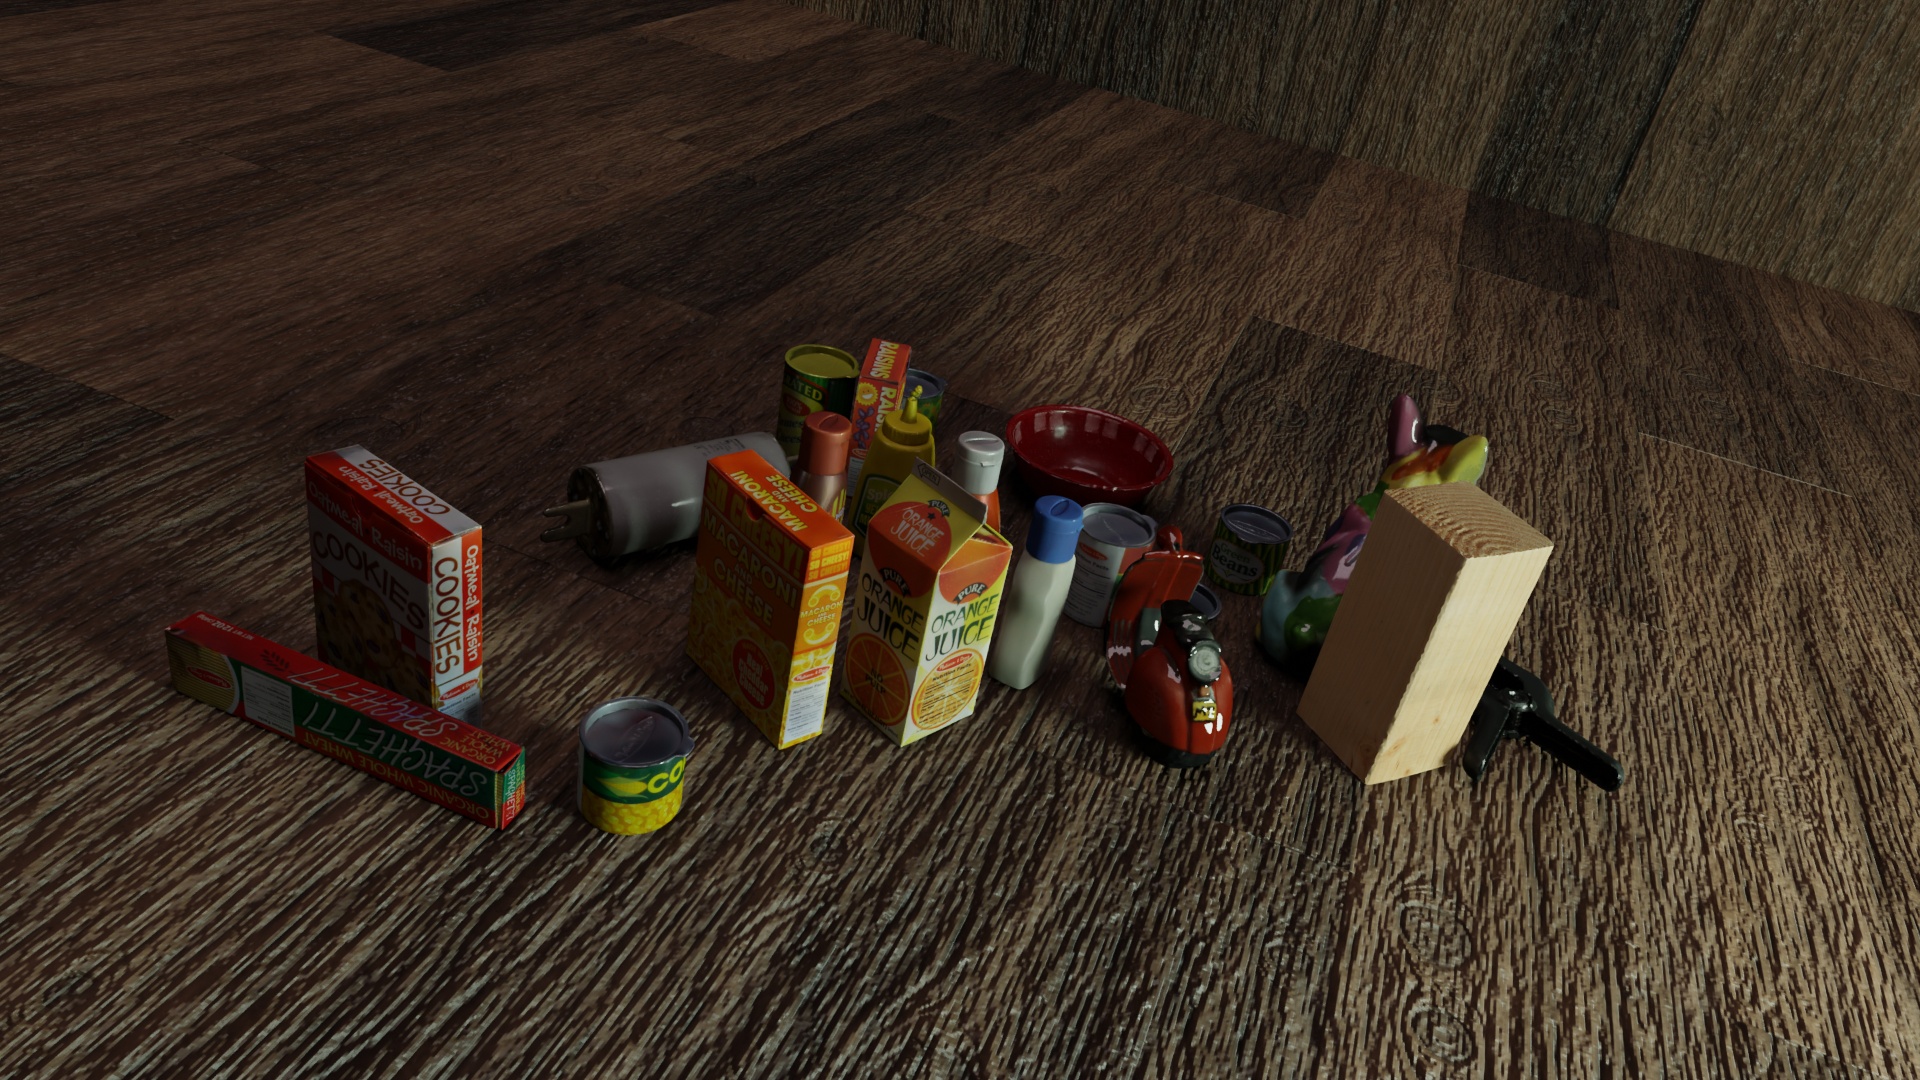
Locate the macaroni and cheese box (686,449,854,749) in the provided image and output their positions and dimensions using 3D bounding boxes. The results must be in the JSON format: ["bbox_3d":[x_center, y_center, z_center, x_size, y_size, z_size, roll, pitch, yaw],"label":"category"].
[{"bbox_3d":[-0.134,0.040,0.950,0.040,0.165,0.124,-17,41,-39],"label":"macaroni and cheese box"}]

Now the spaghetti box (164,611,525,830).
[{"bbox_3d":[-0.382,0.111,0.863,0.250,0.050,0.029,19,32,12],"label":"spaghetti box"}]

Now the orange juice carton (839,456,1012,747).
[{"bbox_3d":[-0.023,0.040,0.963,0.073,0.191,0.072,-19,43,-41],"label":"orange juice carton"}]

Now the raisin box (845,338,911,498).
[{"bbox_3d":[-0.076,-0.108,1.251,0.040,0.122,0.086,12,31,-1],"label":"raisin box"}]

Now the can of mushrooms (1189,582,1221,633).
[{"bbox_3d":[0.179,0.061,1.152,0.071,0.033,0.071,9,31,-5],"label":"can of mushrooms"}]

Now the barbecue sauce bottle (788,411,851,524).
[{"bbox_3d":[-0.113,-0.028,1.085,0.044,0.147,0.065,20,32,12],"label":"barbecue sauce bottle"}]

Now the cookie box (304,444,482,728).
[{"bbox_3d":[-0.356,0.039,0.874,0.123,0.166,0.040,28,35,25],"label":"cookie box"}]

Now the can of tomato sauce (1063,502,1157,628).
[{"bbox_3d":[0.121,0.021,1.149,0.071,0.082,0.071,9,31,-5],"label":"can of tomato sauce"}]

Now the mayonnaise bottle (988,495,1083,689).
[{"bbox_3d":[0.058,0.037,1.039,0.041,0.147,0.065,22,32,17],"label":"mayonnaise bottle"}]

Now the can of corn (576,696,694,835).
[{"bbox_3d":[-0.203,0.141,0.867,0.071,0.058,0.071,9,31,-5],"label":"can of corn"}]

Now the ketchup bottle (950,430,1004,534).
[{"bbox_3d":[0.004,-0.014,1.102,0.065,0.148,0.044,-3,34,-24],"label":"ketchup bottle"}]

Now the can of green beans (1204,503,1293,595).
[{"bbox_3d":[0.257,0.008,1.241,0.071,0.057,0.071,9,31,-5],"label":"can of green beans"}]

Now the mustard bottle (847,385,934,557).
[{"bbox_3d":[-0.052,-0.055,1.139,0.065,0.159,0.049,18,31,10],"label":"mustard bottle"}]

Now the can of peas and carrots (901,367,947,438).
[{"bbox_3d":[-0.051,-0.129,1.356,0.071,0.058,0.071,9,31,-5],"label":"can of peas and carrots"}]

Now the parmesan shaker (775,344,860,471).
[{"bbox_3d":[-0.131,-0.117,1.266,0.071,0.102,0.071,9,31,-5],"label":"parmesan shaker"}]
